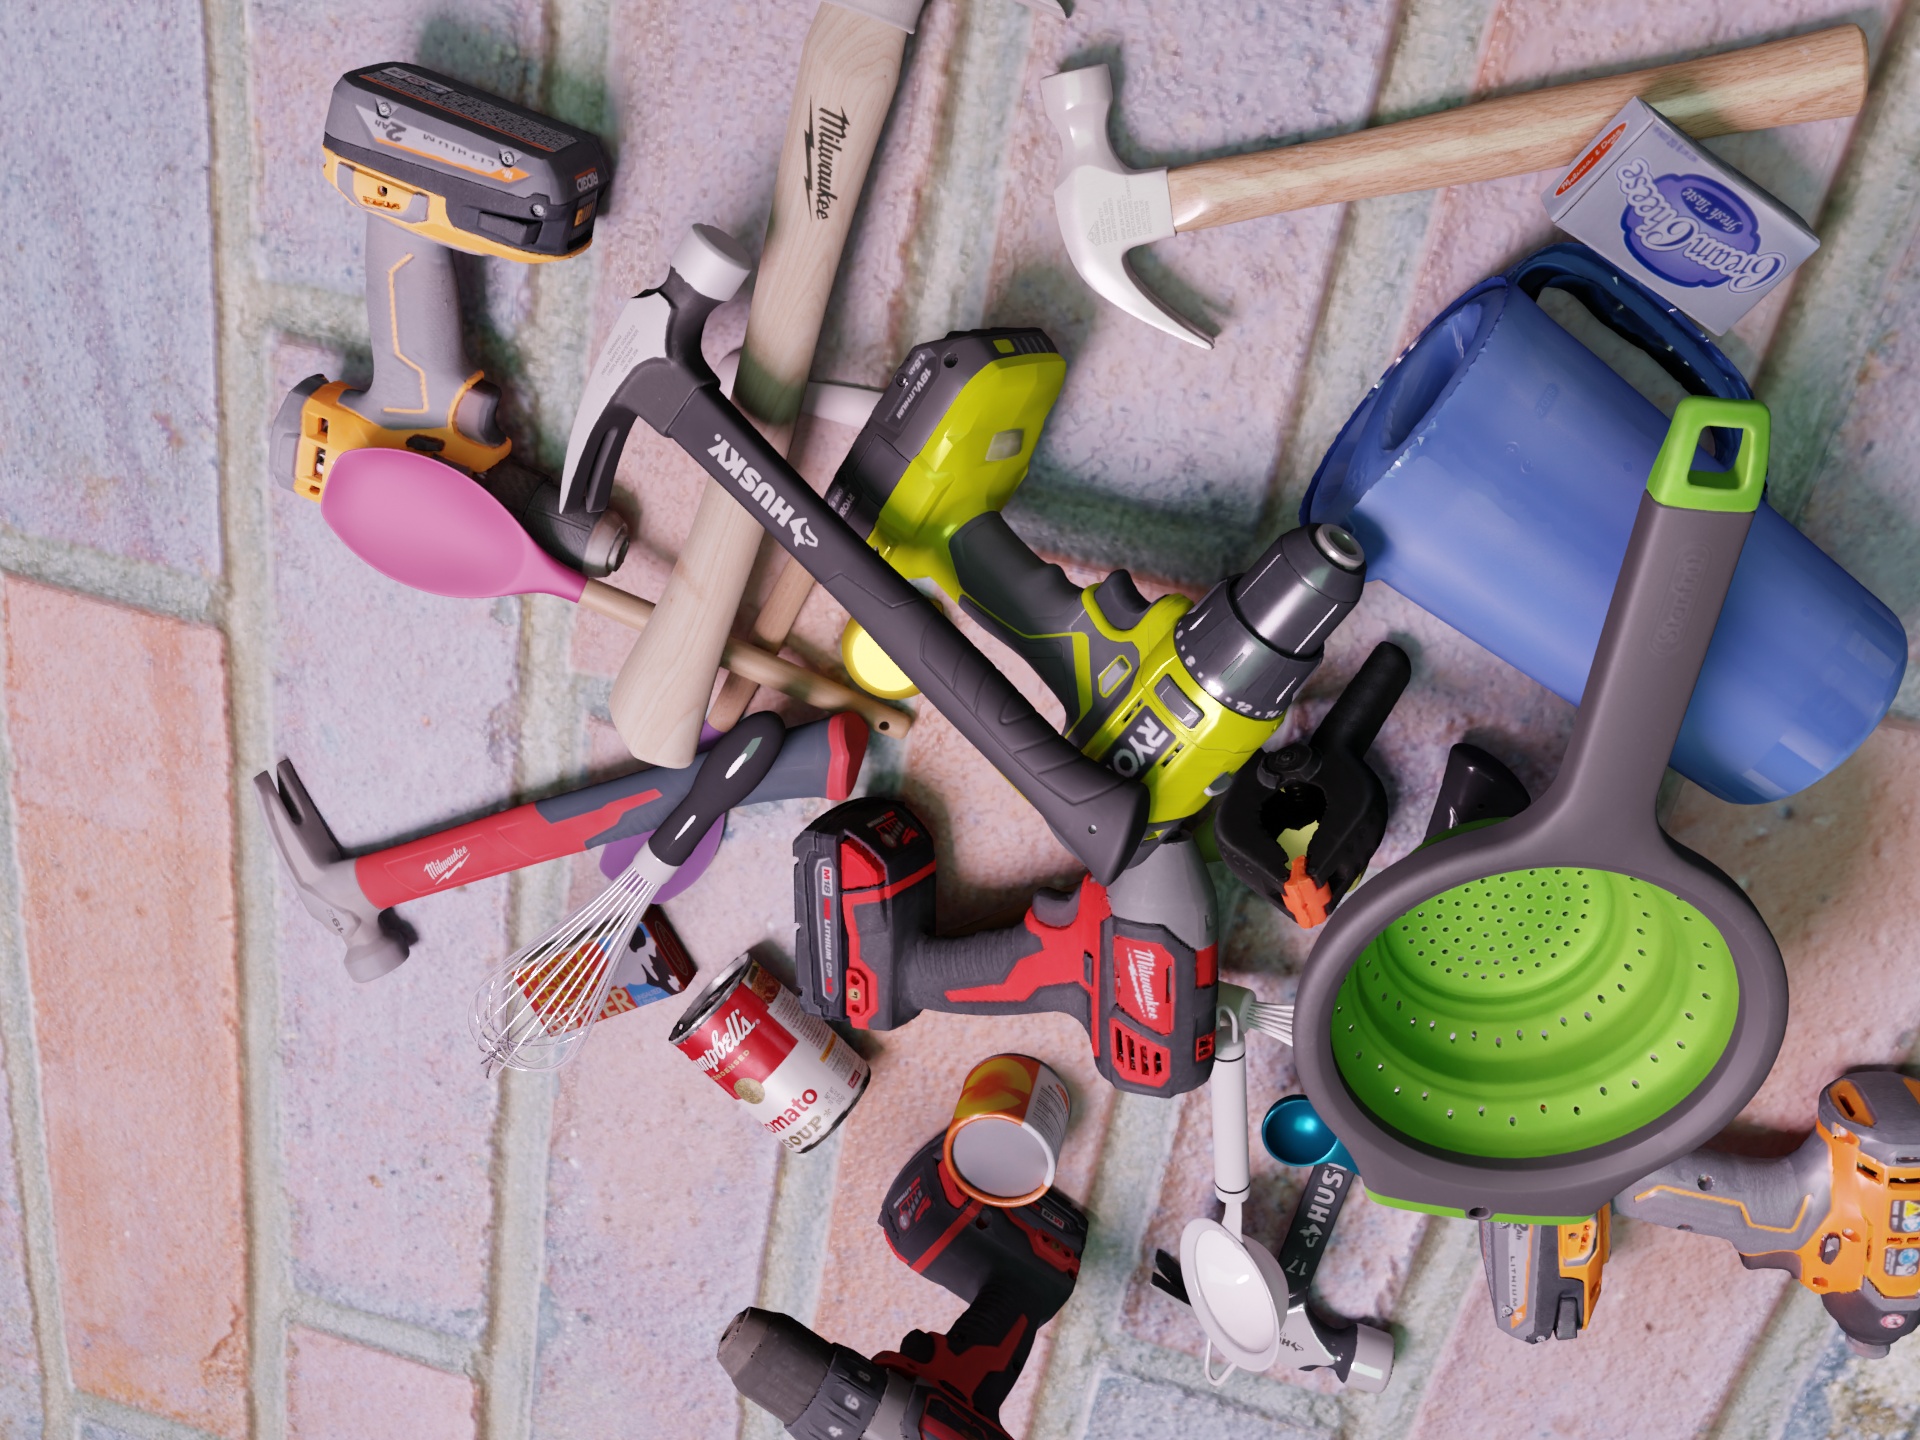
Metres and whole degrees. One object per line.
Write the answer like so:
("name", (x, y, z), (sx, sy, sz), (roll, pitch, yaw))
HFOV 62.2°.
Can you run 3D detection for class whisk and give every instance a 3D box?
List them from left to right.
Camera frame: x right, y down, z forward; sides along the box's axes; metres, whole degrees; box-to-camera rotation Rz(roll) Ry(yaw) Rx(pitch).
("whisk", (-0.179, 0.096, 0.853), (0.070, 0.070, 0.284), (39, 112, -5))
("whisk", (0.158, 0.156, 0.836), (0.246, 0.058, 0.059), (11, 117, 28))

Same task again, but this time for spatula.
("spatula", (-0.119, -0.016, 0.868), (0.060, 0.018, 0.315), (31, 118, -1))

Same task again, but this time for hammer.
("hammer", (-0.229, 0.045, 0.898), (0.386, 0.038, 0.143), (-17, 106, 23))
("hammer", (-0.080, -0.163, 0.754), (0.146, 0.038, 0.410), (20, 108, 3))
("hammer", (-0.044, -0.055, 0.706), (0.335, 0.035, 0.146), (46, 115, 10))
("hammer", (0.219, 0.197, 0.872), (0.149, 0.036, 0.408), (16, 115, 8))
("hammer", (0.205, -0.243, 0.685), (0.331, 0.031, 0.130), (-6, 111, 16))

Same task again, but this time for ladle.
("ladle", (0.068, 0.101, 0.855), (0.320, 0.062, 0.078), (-24, 114, 24))

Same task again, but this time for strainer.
("strainer", (0.150, 0.258, 0.860), (0.050, 0.087, 0.258), (-21, 120, -24))

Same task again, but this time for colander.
("colander", (0.254, 0.042, 0.674), (0.204, 0.095, 0.396), (5, 121, 3))

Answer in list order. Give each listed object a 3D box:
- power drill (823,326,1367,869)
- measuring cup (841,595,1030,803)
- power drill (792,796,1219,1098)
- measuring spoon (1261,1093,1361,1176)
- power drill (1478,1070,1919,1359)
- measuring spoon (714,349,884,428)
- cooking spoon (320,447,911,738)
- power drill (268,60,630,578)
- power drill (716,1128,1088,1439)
("power drill", (0.057, -0.069, 0.712), (0.229, 0.080, 0.190), (50, 129, 17))
("measuring cup", (-0.001, -0.003, 0.839), (0.062, 0.029, 0.156), (-40, 98, 25))
("power drill", (0.026, 0.104, 0.819), (0.220, 0.078, 0.143), (6, 104, 26))
("measuring spoon", (0.222, 0.236, 0.863), (0.128, 0.021, 0.042), (25, 110, -6))
("power drill", (0.394, 0.270, 0.837), (0.226, 0.084, 0.164), (-5, 112, 11))
("measuring spoon", (-0.066, -0.158, 0.794), (0.124, 0.018, 0.034), (13, 115, 7))
("cooking spoon", (-0.171, -0.057, 0.822), (0.318, 0.017, 0.068), (24, 112, -13))
("power drill", (-0.238, -0.184, 0.792), (0.185, 0.084, 0.226), (21, 120, -1))
("power drill", (-0.024, 0.330, 0.879), (0.188, 0.227, 0.080), (35, 116, -4))
